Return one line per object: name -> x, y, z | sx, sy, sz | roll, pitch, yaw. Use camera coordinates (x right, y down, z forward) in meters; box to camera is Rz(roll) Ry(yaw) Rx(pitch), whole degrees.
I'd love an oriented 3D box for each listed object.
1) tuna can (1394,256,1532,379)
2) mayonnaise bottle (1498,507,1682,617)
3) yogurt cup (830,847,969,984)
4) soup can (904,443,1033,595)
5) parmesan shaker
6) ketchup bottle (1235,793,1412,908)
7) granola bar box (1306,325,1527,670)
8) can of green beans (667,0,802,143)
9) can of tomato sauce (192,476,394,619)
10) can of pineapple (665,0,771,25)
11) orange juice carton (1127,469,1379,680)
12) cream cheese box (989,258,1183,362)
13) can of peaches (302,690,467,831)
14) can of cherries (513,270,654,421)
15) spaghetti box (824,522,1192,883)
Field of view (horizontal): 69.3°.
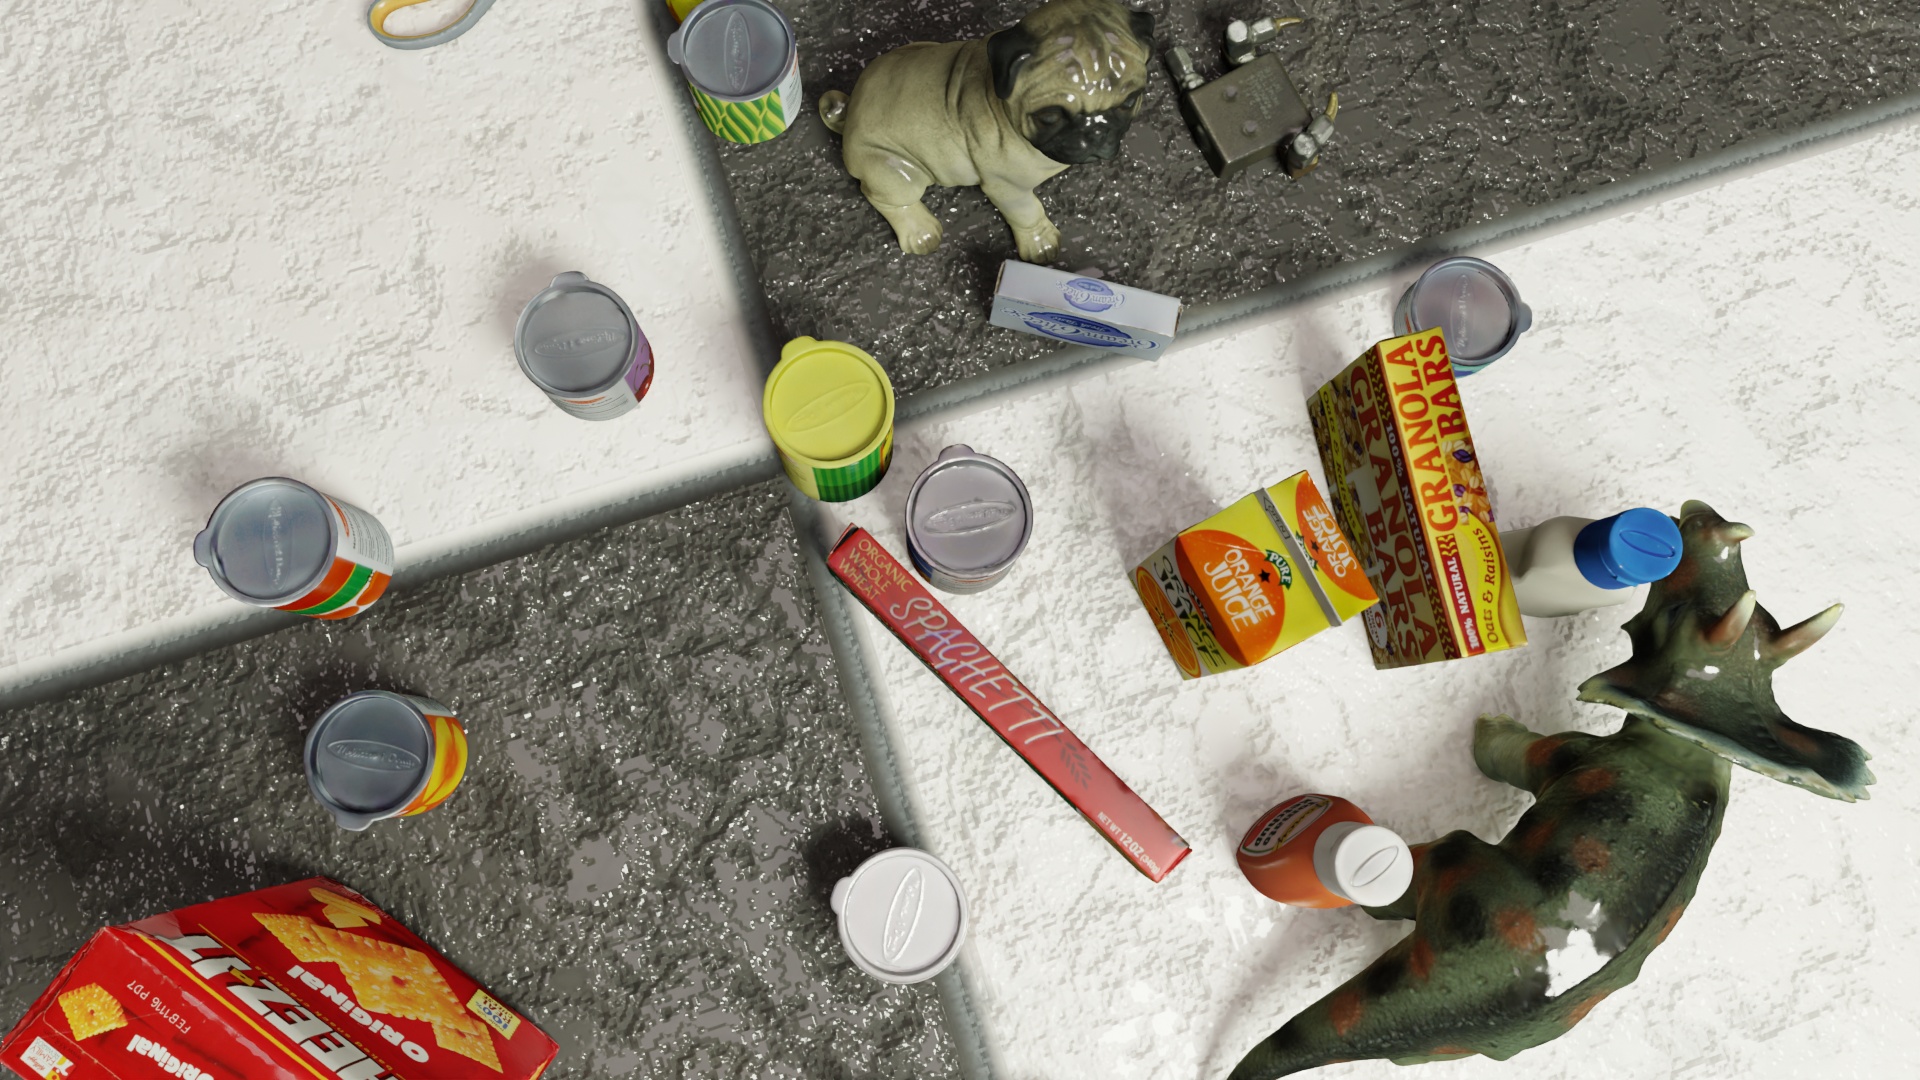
tuna can -> 0.293, -0.129, 0.811 | 0.071, 0.033, 0.071 | 0, 81, -3
mayonnaise bottle -> 0.324, 0.012, 0.732 | 0.065, 0.148, 0.041 | 20, 81, 1
yogurt cup -> -0.030, 0.195, 0.734 | 0.072, 0.054, 0.072 | 0, 81, -2
soup can -> 0.003, -0.009, 0.753 | 0.071, 0.083, 0.071 | 0, 81, -2
parmesan shaker -> -0.070, -0.064, 0.749 | 0.071, 0.103, 0.071 | 0, 81, -2
ketchup bottle -> 0.186, 0.159, 0.702 | 0.065, 0.148, 0.043 | -38, 85, -7
granola bar box -> 0.239, -0.016, 0.745 | 0.039, 0.124, 0.165 | -12, 82, -4
can of green beans -> -0.126, -0.271, 0.802 | 0.071, 0.057, 0.071 | 0, 81, -2
can of tomato sauce -> -0.349, 0.007, 0.735 | 0.071, 0.083, 0.071 | 0, 81, -2
can of pineapple -> -0.146, -0.336, 0.812 | 0.071, 0.058, 0.071 | 0, 81, -2
orange juice carton -> 0.146, 0.020, 0.700 | 0.073, 0.192, 0.072 | -27, 84, -6
cream cheese box -> 0.070, -0.130, 0.791 | 0.104, 0.053, 0.024 | 13, 81, -1
can of peaches -> -0.302, 0.116, 0.733 | 0.071, 0.058, 0.071 | 0, 81, -2
can of cherries -> -0.207, -0.107, 0.772 | 0.071, 0.058, 0.071 | 0, 81, -2
spaghetti box -> 0.022, 0.088, 0.756 | 0.250, 0.050, 0.029 | 44, 82, 4
